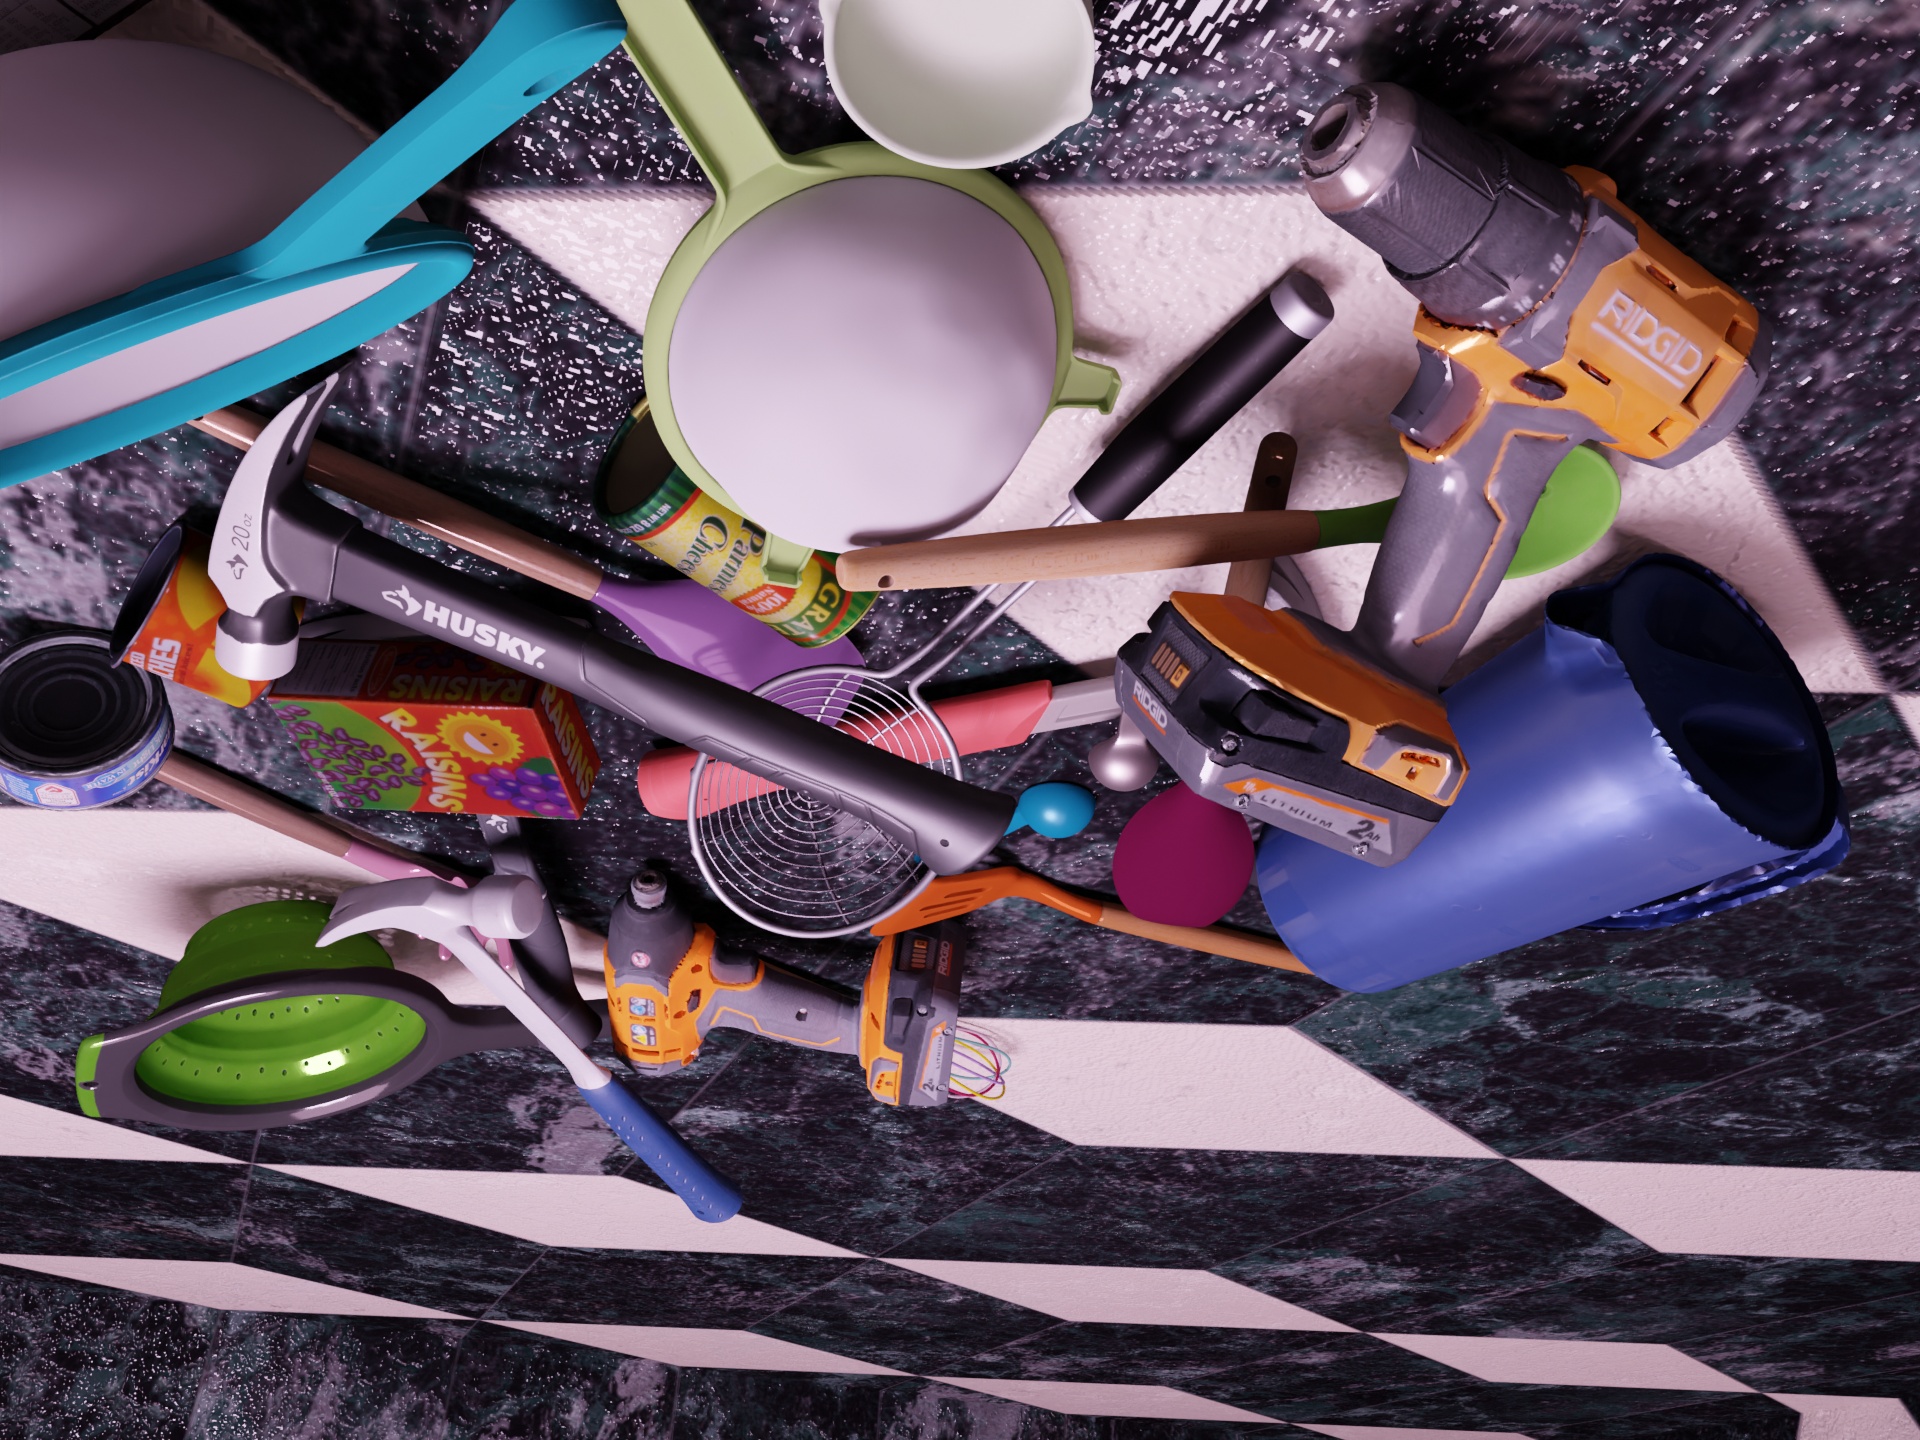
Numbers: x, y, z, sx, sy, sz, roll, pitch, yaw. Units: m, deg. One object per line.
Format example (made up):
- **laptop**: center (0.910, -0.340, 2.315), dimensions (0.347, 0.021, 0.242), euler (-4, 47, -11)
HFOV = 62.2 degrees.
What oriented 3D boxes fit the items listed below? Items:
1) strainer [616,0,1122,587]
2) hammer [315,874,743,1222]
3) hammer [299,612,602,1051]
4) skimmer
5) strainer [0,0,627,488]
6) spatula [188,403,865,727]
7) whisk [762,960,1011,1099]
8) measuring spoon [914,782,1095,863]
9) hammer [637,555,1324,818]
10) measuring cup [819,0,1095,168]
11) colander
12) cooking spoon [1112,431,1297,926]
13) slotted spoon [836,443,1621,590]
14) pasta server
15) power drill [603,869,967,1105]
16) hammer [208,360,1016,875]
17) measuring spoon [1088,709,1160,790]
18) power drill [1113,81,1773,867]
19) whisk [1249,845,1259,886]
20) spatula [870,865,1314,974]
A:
- **strainer**: center (-0.049, -0.138, 0.493), dimensions (0.151, 0.069, 0.256), euler (-28, 136, 8)
- **hammer**: center (-0.240, 0.218, 0.998), dimensions (0.144, 0.035, 0.405), euler (-2, 140, 20)
- **hammer**: center (-0.255, 0.081, 0.888), dimensions (0.149, 0.036, 0.408), euler (5, 141, 1)
- **skimmer**: center (0.015, -0.031, 0.640), dimensions (0.127, 0.090, 0.363), euler (30, 133, -20)
- **strainer**: center (-0.215, -0.150, 0.430), dimensions (0.340, 0.211, 0.095), euler (-13, 107, 41)
- **spatula**: center (-0.180, -0.071, 0.688), dimensions (0.315, 0.018, 0.059), euler (24, 108, -25)
- **whisk**: center (-0.057, 0.220, 1.132), dimensions (0.244, 0.047, 0.051), euler (30, 141, -31)
- **measuring spoon**: center (0.021, 0.067, 0.895), dimensions (0.128, 0.021, 0.042), euler (-25, 138, 36)
- **hammer**: center (-0.001, -0.002, 0.773), dimensions (0.359, 0.037, 0.149), euler (-10, 146, 20)
- **measuring cup**: center (0.019, -0.222, 0.419), dimensions (0.083, 0.038, 0.167), euler (16, 144, -19)
- **colander**: center (-0.367, 0.179, 1.066), dimensions (0.397, 0.095, 0.204), euler (-1, 144, -29)
- **cooking spoon**: center (0.112, 0.002, 0.703), dimensions (0.069, 0.017, 0.318), euler (7, 139, 4)
- **slotted spoon**: center (0.106, -0.069, 0.580), dimensions (0.313, 0.031, 0.070), euler (-8, 138, -20)
- **pasta server**: center (-0.381, 0.068, 0.920), dimensions (0.060, 0.040, 0.315), euler (-32, 134, 25)
- **power drill**: center (-0.113, 0.164, 1.003), dimensions (0.226, 0.084, 0.164), euler (7, 132, 1)
- **hammer**: center (-0.135, -0.021, 0.638), dimensions (0.334, 0.035, 0.146), euler (23, 125, -2)
- **measuring spoon**: center (0.083, -0.001, 0.720), dimensions (0.034, 0.018, 0.124), euler (5, 147, -4)
- **power drill**: center (0.141, -0.077, 0.524), dimensions (0.185, 0.084, 0.226), euler (21, 109, -31)
- **whisk**: center (0.279, 0.060, 0.836), dimensions (0.284, 0.070, 0.070), euler (-11, 146, 32)
- **spatula**: center (0.105, 0.131, 0.975), dimensions (0.322, 0.041, 0.081), euler (15, 146, -20)
